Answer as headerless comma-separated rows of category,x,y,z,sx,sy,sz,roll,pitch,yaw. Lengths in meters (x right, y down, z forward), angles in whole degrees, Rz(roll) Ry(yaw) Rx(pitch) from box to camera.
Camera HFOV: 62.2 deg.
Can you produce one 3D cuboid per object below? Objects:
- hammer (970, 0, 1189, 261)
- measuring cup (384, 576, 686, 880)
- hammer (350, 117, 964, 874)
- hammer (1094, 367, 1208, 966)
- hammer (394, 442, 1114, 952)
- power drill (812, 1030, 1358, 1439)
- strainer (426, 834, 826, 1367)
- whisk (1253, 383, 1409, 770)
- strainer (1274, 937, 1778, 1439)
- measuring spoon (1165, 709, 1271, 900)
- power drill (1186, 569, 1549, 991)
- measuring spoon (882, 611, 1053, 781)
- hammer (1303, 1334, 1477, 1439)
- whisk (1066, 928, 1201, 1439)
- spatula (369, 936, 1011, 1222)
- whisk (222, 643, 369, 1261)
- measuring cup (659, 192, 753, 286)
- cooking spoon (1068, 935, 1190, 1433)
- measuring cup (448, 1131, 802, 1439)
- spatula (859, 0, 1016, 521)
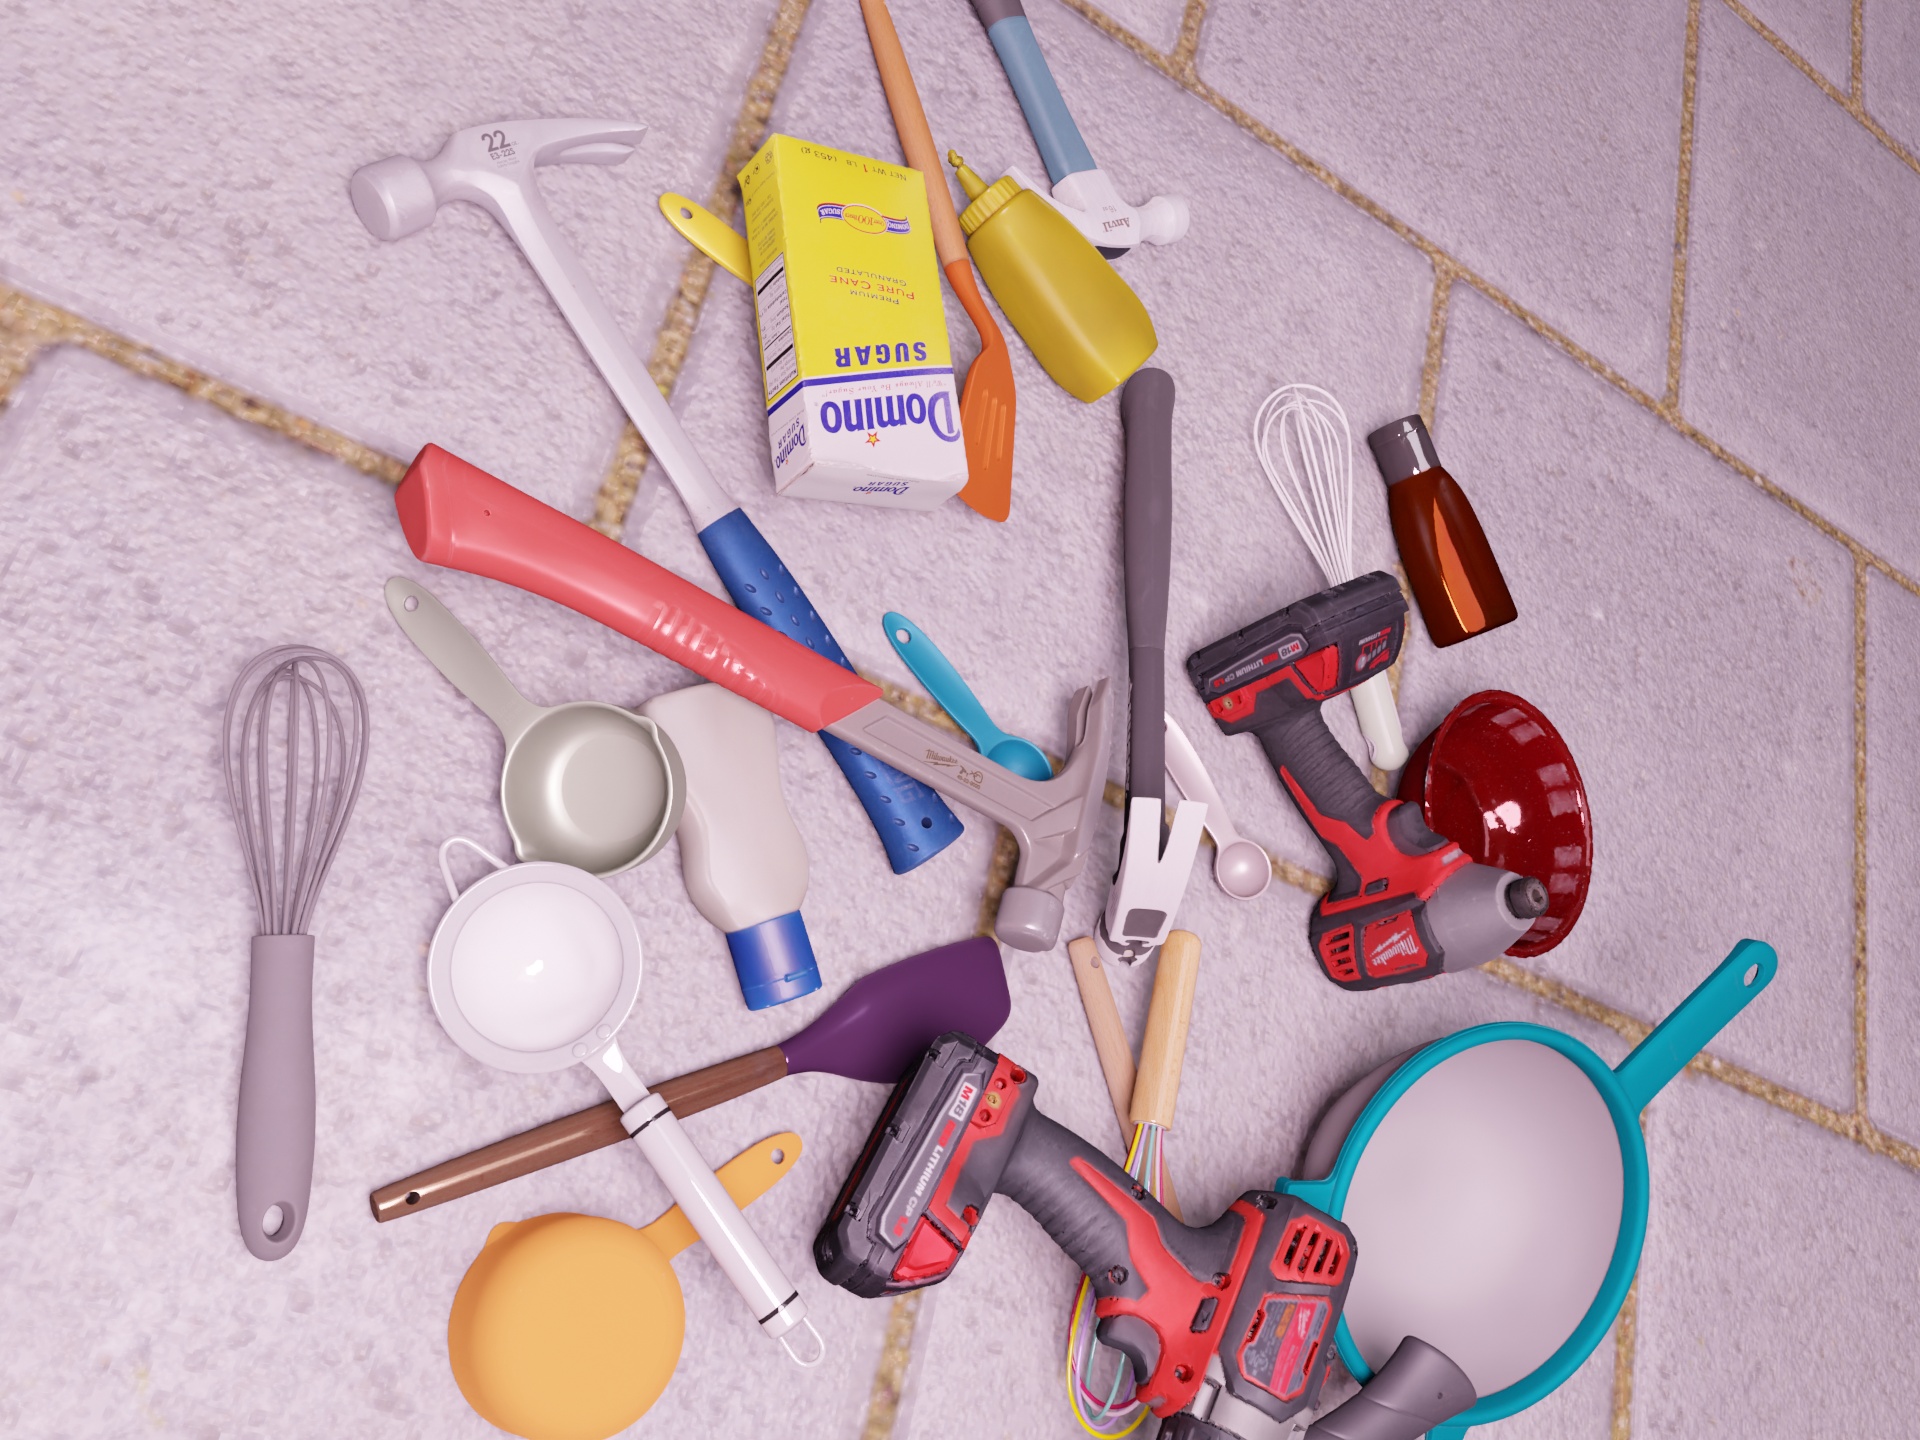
hammer,0.023,-0.428,0.952,0.128,0.033,0.331,-24,89,-36
measuring cup,-0.187,-0.002,0.694,0.167,0.038,0.083,45,95,8
hammer,-0.118,-0.109,0.769,0.144,0.035,0.405,-36,96,-34
hammer,0.100,-0.050,0.848,0.035,0.146,0.335,5,63,-1
hammer,-0.079,-0.029,0.722,0.358,0.037,0.149,29,60,-26
power drill,0.049,0.261,0.694,0.226,0.080,0.188,29,63,0
strainer,-0.135,0.156,0.653,0.087,0.050,0.258,-35,82,-13
whisk,0.234,-0.089,0.978,0.059,0.058,0.246,-15,88,1
strainer,0.306,0.220,0.872,0.340,0.095,0.211,-36,106,-18
measuring spoon,0.134,0.046,0.897,0.034,0.018,0.124,-27,84,-21
power drill,0.227,0.038,0.879,0.078,0.143,0.220,-21,85,-37
measuring spoon,-0.001,-0.003,0.827,0.042,0.021,0.128,-38,88,-33
hammer,0.072,0.392,0.702,0.409,0.036,0.149,-21,91,-24
whisk,0.092,0.222,0.782,0.047,0.051,0.245,12,67,4
spatula,-0.103,0.163,0.711,0.316,0.018,0.060,-13,91,-35
whisk,-0.261,0.086,0.621,0.055,0.055,0.239,5,78,-31
measuring cup,-0.085,-0.229,0.826,0.156,0.029,0.062,32,62,-24
cooking spoon,0.108,0.265,0.812,0.068,0.017,0.319,-14,84,-36
measuring cup,-0.124,0.224,0.658,0.173,0.052,0.095,-32,94,-32
spatula,-0.017,-0.267,0.876,0.081,0.041,0.323,17,54,-65
